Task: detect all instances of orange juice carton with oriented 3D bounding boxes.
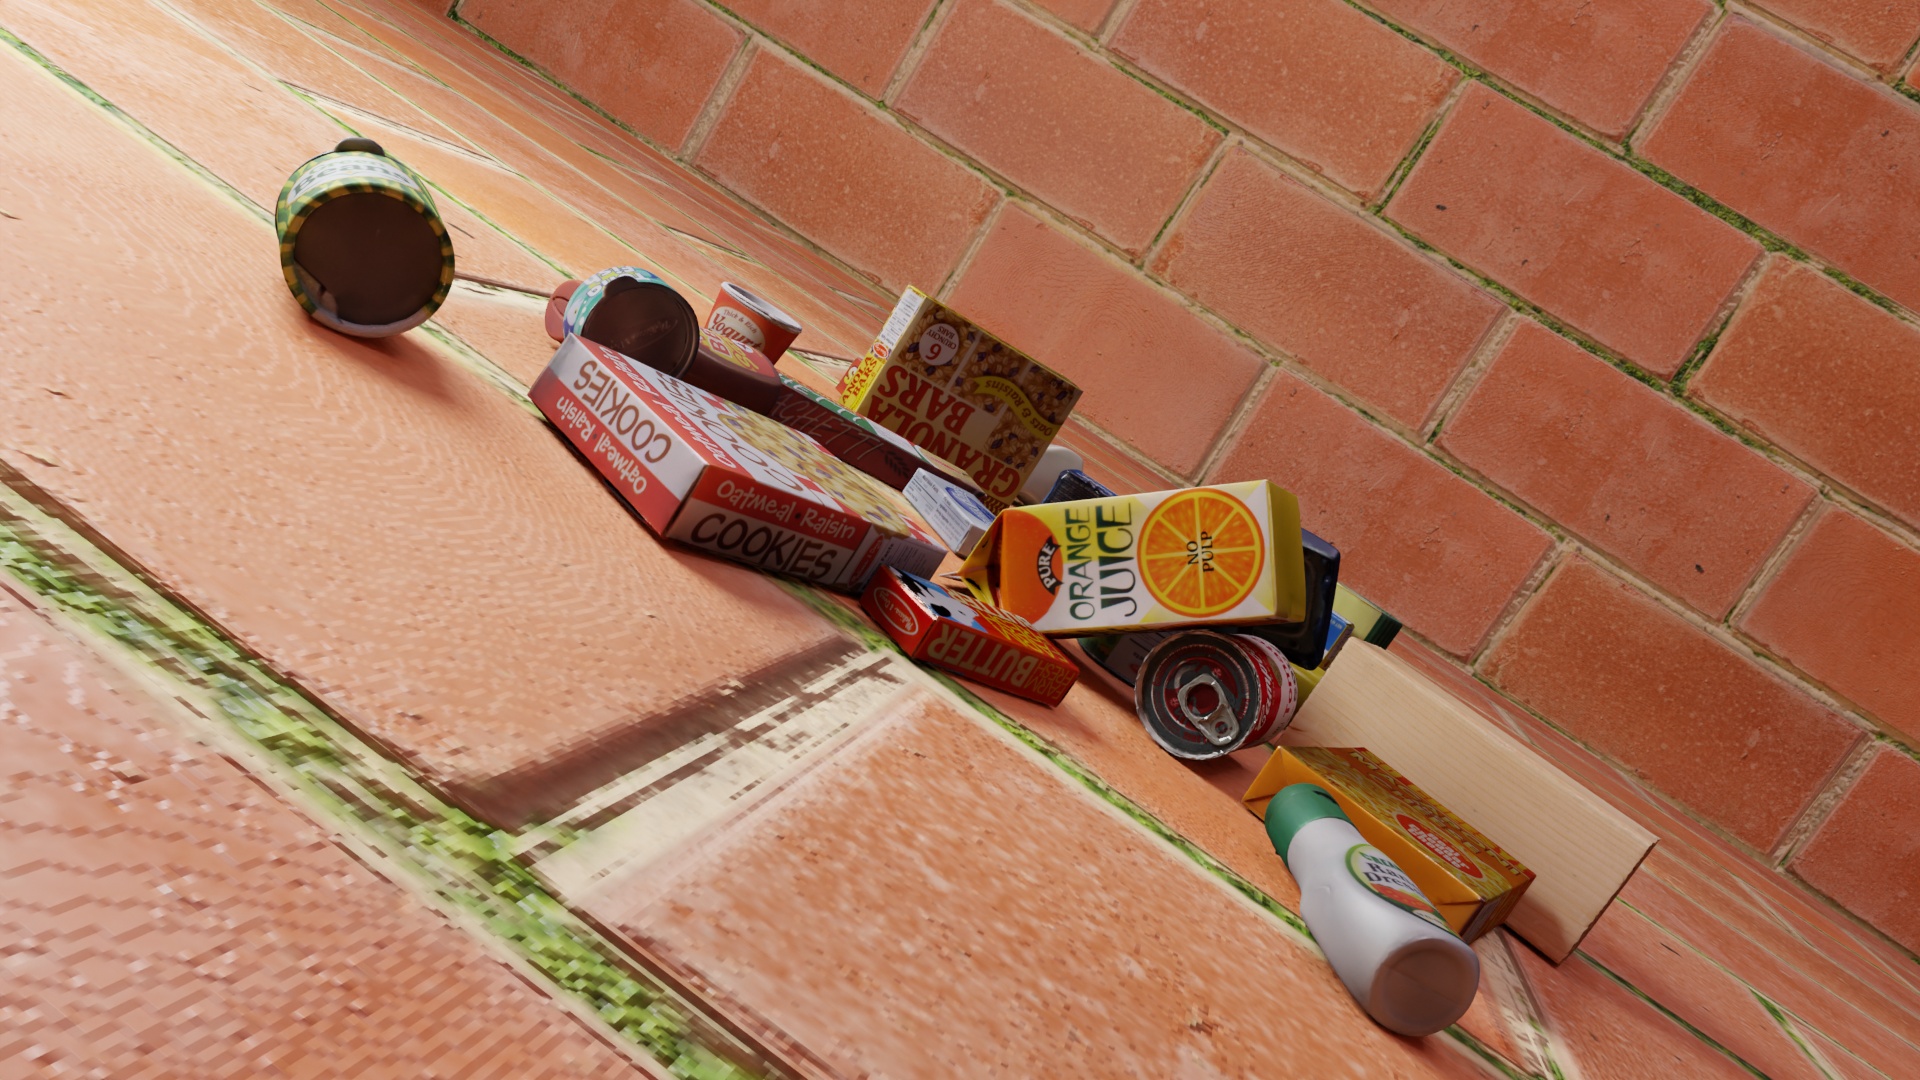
[{"bbox_3d":[0.089,0.015,0.778,0.192,0.073,0.072,-6,-8,25],"label":"orange juice carton"}]

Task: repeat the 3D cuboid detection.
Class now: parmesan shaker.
[{"bbox_3d":[0.298,0.093,1.108,0.071,0.103,0.071,32,9,-6],"label":"parmesan shaker"}]

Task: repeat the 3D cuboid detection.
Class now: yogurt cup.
[{"bbox_3d":[-0.160,-0.153,1.034,0.072,0.054,0.072,31,9,-6],"label":"yogurt cup"}]

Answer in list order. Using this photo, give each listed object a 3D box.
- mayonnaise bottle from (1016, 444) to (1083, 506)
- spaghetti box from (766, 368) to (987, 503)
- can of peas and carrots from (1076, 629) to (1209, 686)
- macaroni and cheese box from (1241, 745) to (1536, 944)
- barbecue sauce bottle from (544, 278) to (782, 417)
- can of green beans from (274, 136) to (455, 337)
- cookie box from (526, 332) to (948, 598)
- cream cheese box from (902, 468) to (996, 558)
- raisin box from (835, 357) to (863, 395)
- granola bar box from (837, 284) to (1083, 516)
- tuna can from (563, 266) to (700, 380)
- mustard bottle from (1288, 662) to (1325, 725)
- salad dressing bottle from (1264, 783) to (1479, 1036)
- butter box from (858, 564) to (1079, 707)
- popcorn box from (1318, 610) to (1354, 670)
[{"bbox_3d":[0.045,-0.069,1.244,0.148,0.065,0.041,19,-6,-39],"label":"mayonnaise bottle"},{"bbox_3d":[-0.092,-0.082,0.968,0.250,0.028,0.050,27,11,-28],"label":"spaghetti box"},{"bbox_3d":[0.114,0.053,0.859,0.071,0.058,0.071,32,9,-6],"label":"can of peas and carrots"},{"bbox_3d":[0.237,0.163,0.755,0.124,0.040,0.166,38,12,29],"label":"macaroni and cheese box"},{"bbox_3d":[-0.175,-0.112,0.819,0.065,0.043,0.148,40,13,35],"label":"barbecue sauce bottle"},{"bbox_3d":[-0.250,-0.125,0.581,0.071,0.071,0.058,26,12,-36],"label":"can of green beans"},{"bbox_3d":[-0.101,-0.028,0.650,0.123,0.040,0.167,39,11,36],"label":"cookie box"},{"bbox_3d":[0.003,-0.012,0.937,0.053,0.024,0.104,25,12,-31],"label":"cream cheese box"},{"bbox_3d":[-0.041,-0.111,1.246,0.123,0.040,0.086,24,14,-47],"label":"raisin box"},{"bbox_3d":[-0.003,-0.105,1.078,0.165,0.124,0.039,26,11,-34],"label":"granola bar box"},{"bbox_3d":[-0.177,-0.114,0.743,0.071,0.071,0.033,24,11,-41],"label":"tuna can"},{"bbox_3d":[0.232,0.102,1.015,0.160,0.048,0.065,33,12,0],"label":"mustard bottle"},{"bbox_3d":[0.169,0.151,0.595,0.064,0.044,0.148,29,10,-12],"label":"salad dressing bottle"},{"bbox_3d":[0.006,0.046,0.660,0.103,0.024,0.053,24,12,-41],"label":"butter box"},{"bbox_3d":[0.228,0.065,1.080,0.127,0.085,0.038,37,11,24],"label":"popcorn box"}]
